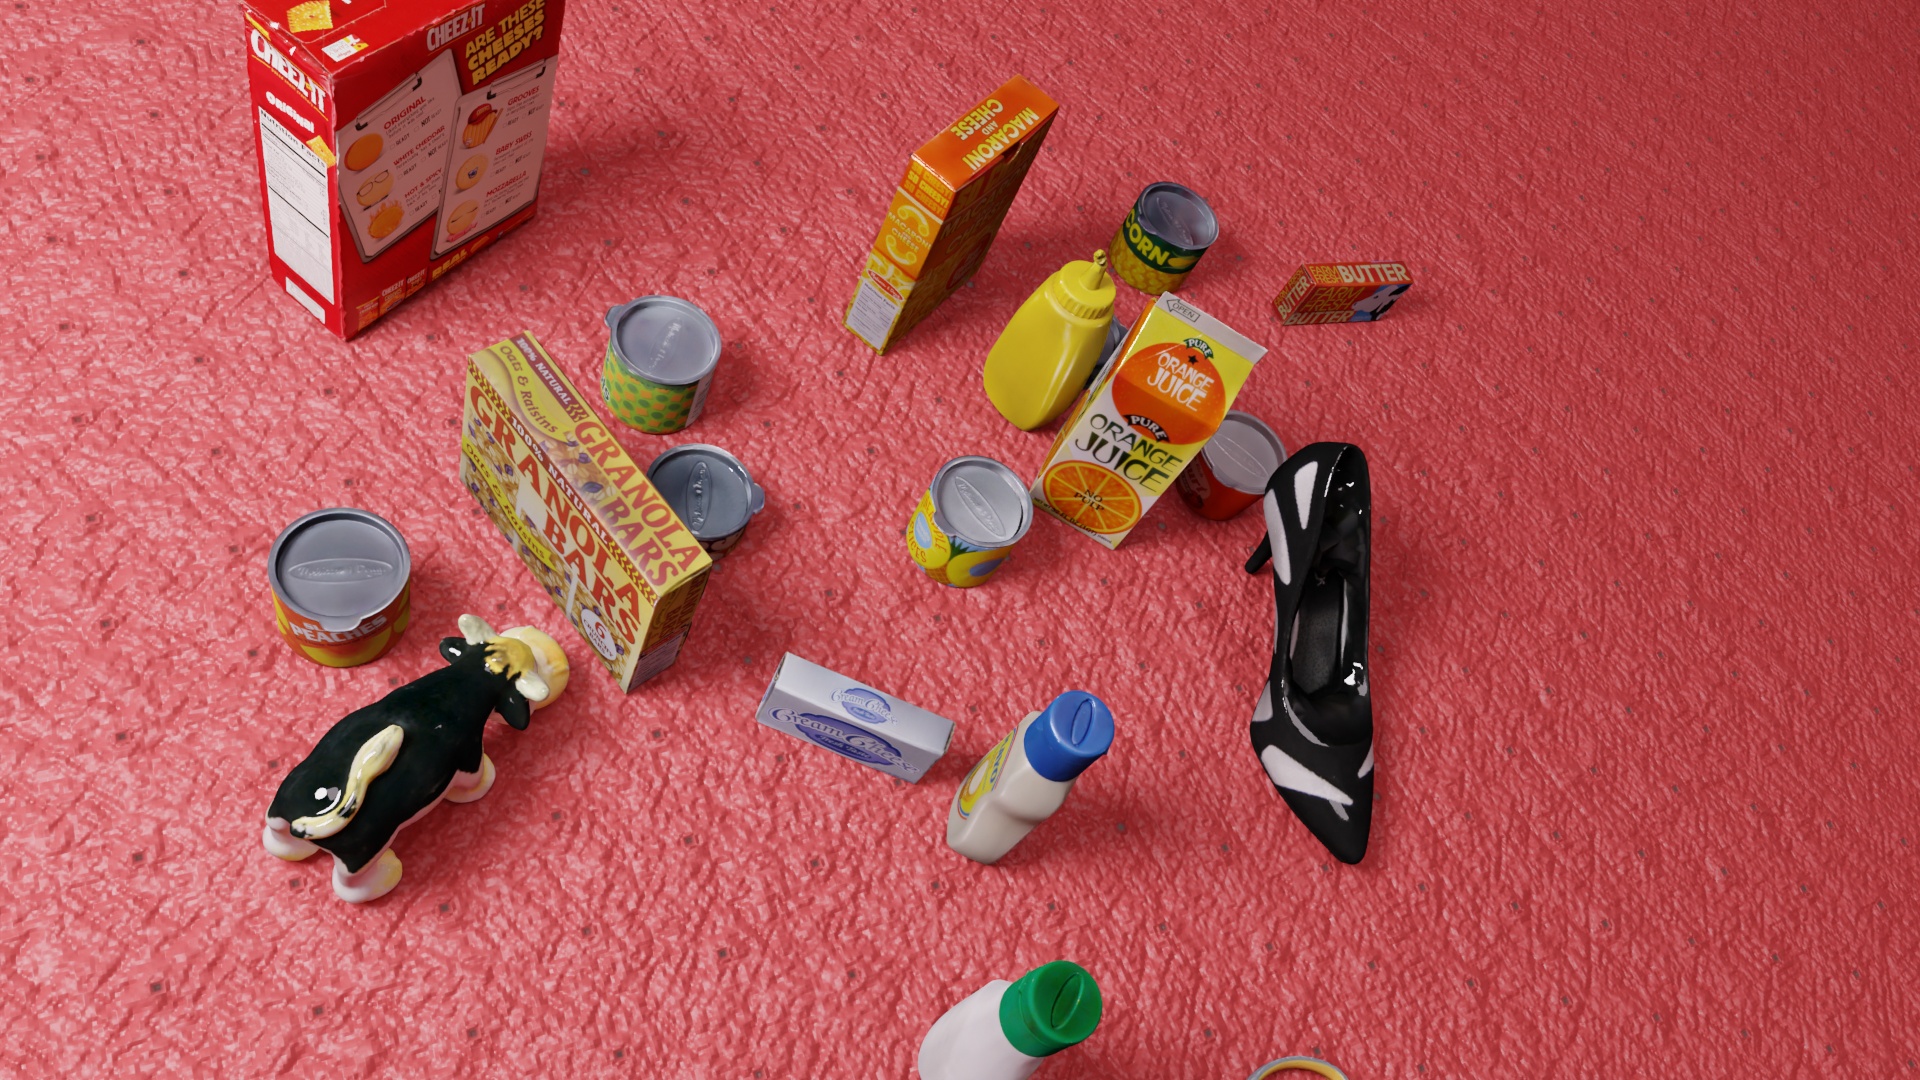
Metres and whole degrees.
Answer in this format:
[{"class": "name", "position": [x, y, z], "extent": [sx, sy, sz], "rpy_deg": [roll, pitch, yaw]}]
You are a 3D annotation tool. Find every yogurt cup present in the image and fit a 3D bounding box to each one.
[{"class": "yogurt cup", "position": [0.187, -0.050, 0.972], "extent": [0.072, 0.053, 0.073], "rpy_deg": [10, 58, -16]}]

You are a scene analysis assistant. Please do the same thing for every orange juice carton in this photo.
[{"class": "orange juice carton", "position": [0.117, -0.081, 0.878], "extent": [0.072, 0.191, 0.073], "rpy_deg": [30, 54, -3]}]

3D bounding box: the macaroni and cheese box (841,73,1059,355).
[{"class": "macaroni and cheese box", "position": [-0.008, -0.214, 0.924], "extent": [0.040, 0.165, 0.124], "rpy_deg": [40, 54, 4]}]

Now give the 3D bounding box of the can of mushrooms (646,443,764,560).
[{"class": "can of mushrooms", "position": [-0.155, -0.021, 0.831], "extent": [0.071, 0.033, 0.071], "rpy_deg": [10, 57, -16]}]

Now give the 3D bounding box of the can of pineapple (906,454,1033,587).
[{"class": "can of pineapple", "position": [0.003, -0.011, 0.873], "extent": [0.071, 0.057, 0.071], "rpy_deg": [10, 58, -16]}]

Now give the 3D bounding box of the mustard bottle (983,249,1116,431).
[{"class": "mustard bottle", "position": [0.066, -0.136, 0.911], "extent": [0.049, 0.159, 0.065], "rpy_deg": [-33, 77, -33]}]

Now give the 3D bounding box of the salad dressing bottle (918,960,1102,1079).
[{"class": "salad dressing bottle", "position": [0.023, 0.239, 0.674], "extent": [0.044, 0.147, 0.064], "rpy_deg": [36, 54, 1]}]

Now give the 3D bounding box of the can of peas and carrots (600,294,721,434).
[{"class": "can of peas and carrots", "position": [-0.188, -0.108, 0.855], "extent": [0.071, 0.058, 0.071], "rpy_deg": [10, 58, -16]}]

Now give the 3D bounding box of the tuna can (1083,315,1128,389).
[{"class": "tuna can", "position": [0.084, -0.143, 1.000], "extent": [0.071, 0.032, 0.071], "rpy_deg": [10, 57, -16]}]

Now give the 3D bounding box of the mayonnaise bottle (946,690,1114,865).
[{"class": "mayonnaise bottle", "position": [0.037, 0.125, 0.749], "extent": [0.041, 0.147, 0.065], "rpy_deg": [27, 55, -5]}]

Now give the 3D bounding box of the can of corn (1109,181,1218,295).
[{"class": "can of corn", "position": [0.153, -0.230, 1.065], "extent": [0.071, 0.058, 0.071], "rpy_deg": [10, 58, -16]}]

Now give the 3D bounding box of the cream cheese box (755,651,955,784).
[{"class": "cream cheese box", "position": [-0.060, 0.102, 0.782], "extent": [0.104, 0.053, 0.024], "rpy_deg": [24, 55, -7]}]

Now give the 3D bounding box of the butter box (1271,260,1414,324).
[{"class": "butter box", "position": [0.305, -0.198, 1.110], "extent": [0.104, 0.053, 0.024], "rpy_deg": [-6, 63, -25]}]

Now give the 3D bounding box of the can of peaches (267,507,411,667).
[{"class": "can of peaches", "position": [-0.321, 0.027, 0.720], "extent": [0.071, 0.057, 0.071], "rpy_deg": [10, 58, -16]}]

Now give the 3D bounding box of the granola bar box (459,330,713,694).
[{"class": "granola bar box", "position": [-0.206, -0.013, 0.750], "extent": [0.039, 0.123, 0.166], "rpy_deg": [-33, 76, -33]}]
